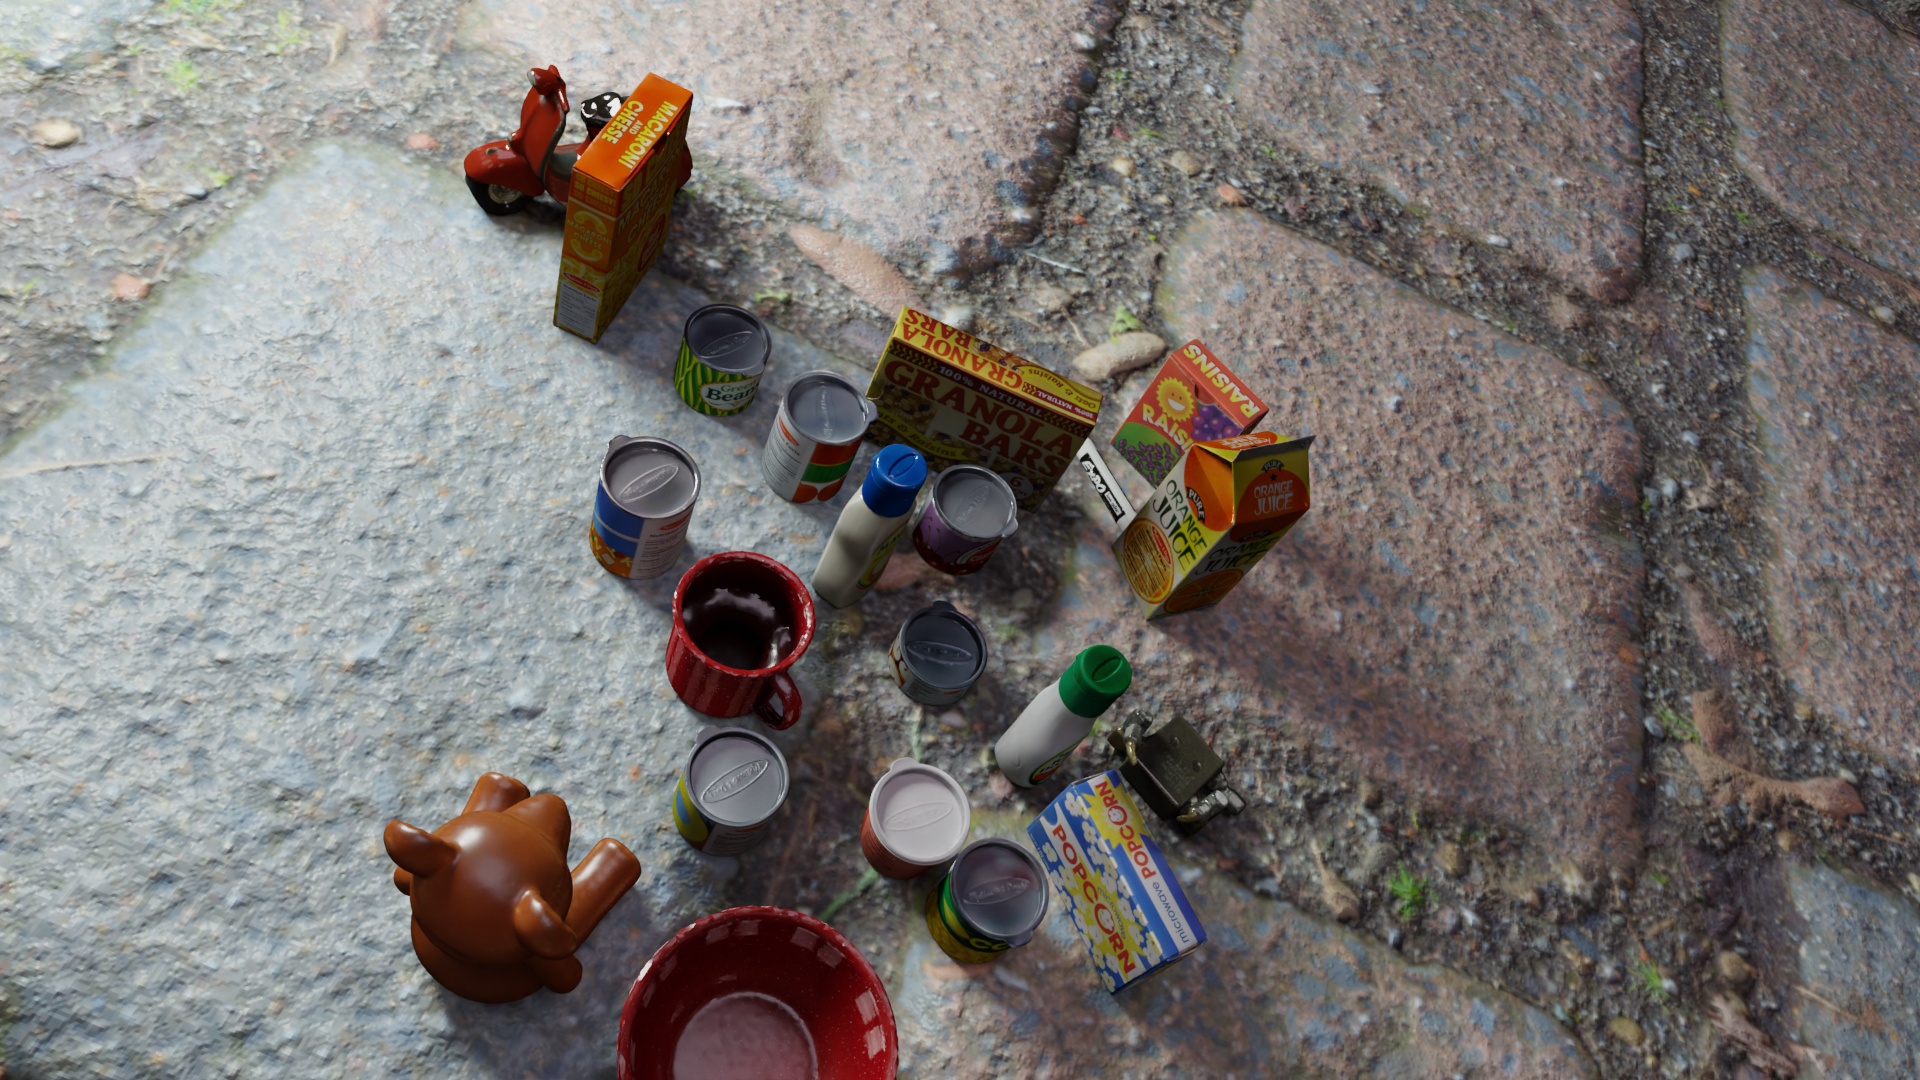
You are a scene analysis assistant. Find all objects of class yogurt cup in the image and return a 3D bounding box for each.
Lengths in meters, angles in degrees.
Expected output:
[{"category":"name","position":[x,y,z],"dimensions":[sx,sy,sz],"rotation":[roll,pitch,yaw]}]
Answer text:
[{"category":"yogurt cup","position":[-0.033,0.188,0.911],"dimensions":[0.072,0.053,0.073],"rotation":[10,55,-15]}]

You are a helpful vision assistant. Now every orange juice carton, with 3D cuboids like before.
[{"category":"orange juice carton","position":[0.194,-0.020,1.050],"dimensions":[0.072,0.191,0.073],"rotation":[-10,63,-27]}]

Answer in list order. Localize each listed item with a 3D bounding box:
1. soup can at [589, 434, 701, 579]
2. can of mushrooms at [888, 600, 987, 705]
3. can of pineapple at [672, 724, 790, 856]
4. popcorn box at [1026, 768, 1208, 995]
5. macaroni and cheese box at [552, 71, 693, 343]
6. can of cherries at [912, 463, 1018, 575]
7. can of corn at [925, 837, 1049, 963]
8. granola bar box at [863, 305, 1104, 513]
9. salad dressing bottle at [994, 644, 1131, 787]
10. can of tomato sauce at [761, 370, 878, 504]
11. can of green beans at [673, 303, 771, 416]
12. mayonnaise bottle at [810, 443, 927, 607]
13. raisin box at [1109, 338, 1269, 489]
[{"category":"soup can","position":[-0.220,-0.023,0.956],"dimensions":[0.071,0.083,0.072],"rotation":[10,56,-15]},{"category":"can of mushrooms","position":[-0.017,0.081,1.000],"dimensions":[0.071,0.033,0.071],"rotation":[10,55,-15]},{"category":"can of pineapple","position":[-0.147,0.158,0.882],"dimensions":[0.071,0.057,0.071],"rotation":[10,55,-15]},{"category":"popcorn box","position":[0.101,0.226,0.919],"dimensions":[0.038,0.084,0.127],"rotation":[-16,66,-29]},{"category":"macaroni and cheese box","position":[-0.252,-0.246,1.037],"dimensions":[0.040,0.165,0.124],"rotation":[25,53,-5]},{"category":"can of cherries","position":[0.004,-0.013,1.054],"dimensions":[0.071,0.058,0.072],"rotation":[10,55,-15]},{"category":"can of corn","position":[0.017,0.235,0.896],"dimensions":[0.071,0.058,0.071],"rotation":[10,55,-15]},{"category":"granola bar box","position":[0.010,-0.097,1.070],"dimensions":[0.165,0.123,0.039],"rotation":[23,53,-6]},{"category":"salad dressing bottle","position":[0.069,0.119,0.937],"dimensions":[0.064,0.147,0.044],"rotation":[-31,74,-34]},{"category":"can of tomato sauce","position":[-0.107,-0.076,1.036],"dimensions":[0.071,0.082,0.071],"rotation":[10,56,-15]},{"category":"can of green beans","position":[-0.183,-0.137,1.062],"dimensions":[0.071,0.057,0.071],"rotation":[10,55,-15]},{"category":"mayonnaise bottle","position":[-0.061,-0.011,0.971],"dimensions":[0.041,0.147,0.065],"rotation":[41,53,7]},{"category":"raisin box","position":[0.185,-0.093,1.138],"dimensions":[0.040,0.122,0.086],"rotation":[-33,75,-35]}]
